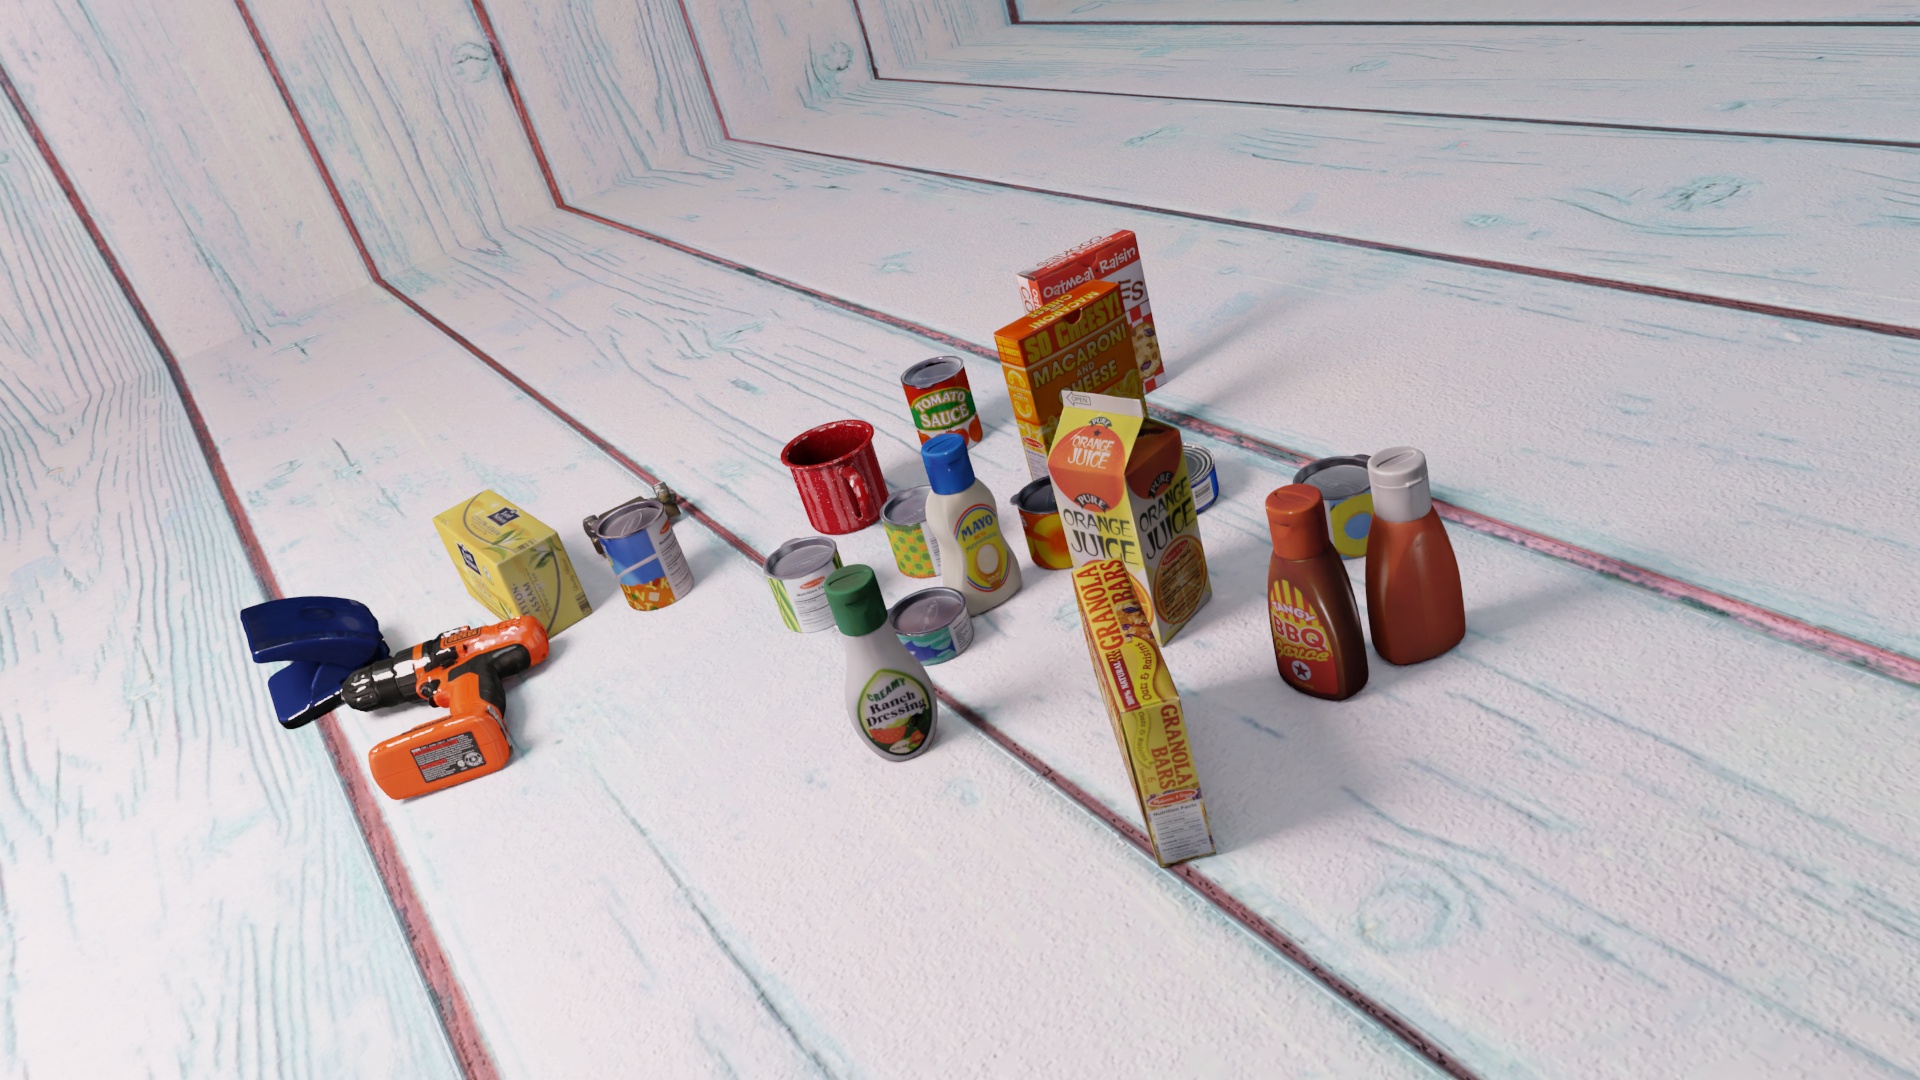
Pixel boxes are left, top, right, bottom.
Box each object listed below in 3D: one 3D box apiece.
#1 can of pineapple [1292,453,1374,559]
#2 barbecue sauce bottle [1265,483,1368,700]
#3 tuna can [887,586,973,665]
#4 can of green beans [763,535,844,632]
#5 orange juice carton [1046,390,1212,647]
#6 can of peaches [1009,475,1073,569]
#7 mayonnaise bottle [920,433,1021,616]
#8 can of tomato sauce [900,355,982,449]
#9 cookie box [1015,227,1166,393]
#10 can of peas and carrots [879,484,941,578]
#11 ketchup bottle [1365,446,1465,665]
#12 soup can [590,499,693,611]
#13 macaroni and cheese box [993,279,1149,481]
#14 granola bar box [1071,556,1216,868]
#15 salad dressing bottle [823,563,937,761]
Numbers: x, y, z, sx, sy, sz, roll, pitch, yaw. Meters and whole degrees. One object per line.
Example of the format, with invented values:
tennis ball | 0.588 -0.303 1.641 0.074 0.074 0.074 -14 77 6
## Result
can of pineapple | 0.298 -0.026 1.084 0.071 0.057 0.071 -13 29 7
barbecue sauce bottle | 0.231 0.034 0.921 0.044 0.148 0.065 -34 33 -28
tuna can | -0.026 0.069 1.113 0.071 0.032 0.071 -13 29 7
can of green beans | -0.129 0.038 1.195 0.071 0.057 0.071 -13 29 7
orange juice carton | 0.124 -0.024 1.031 0.072 0.191 0.073 13 40 42
can of peaches | 0.083 -0.016 1.178 0.071 0.057 0.071 -13 29 7
mayonnaise bottle | 0.004 -0.014 1.123 0.065 0.147 0.041 -30 31 -22
can of tomato sauce | -0.018 -0.136 1.412 0.071 0.082 0.071 -13 29 7
cookie box | 0.132 -0.208 1.373 0.123 0.166 0.040 -29 31 -21
can of peas and carrots | -0.033 -0.009 1.225 0.071 0.058 0.071 -13 29 7
ketchup bottle | 0.299 0.010 0.927 0.065 0.148 0.044 -22 29 -10
soup can | -0.296 0.014 1.296 0.071 0.083 0.072 -13 29 7
macaroni and cheese box | 0.107 -0.136 1.261 0.124 0.165 0.040 -32 32 -25
granola bar box | 0.113 0.105 0.884 0.039 0.123 0.166 -16 29 2
salad dressing bottle | -0.059 0.087 0.981 0.064 0.147 0.044 -20 29 -6
